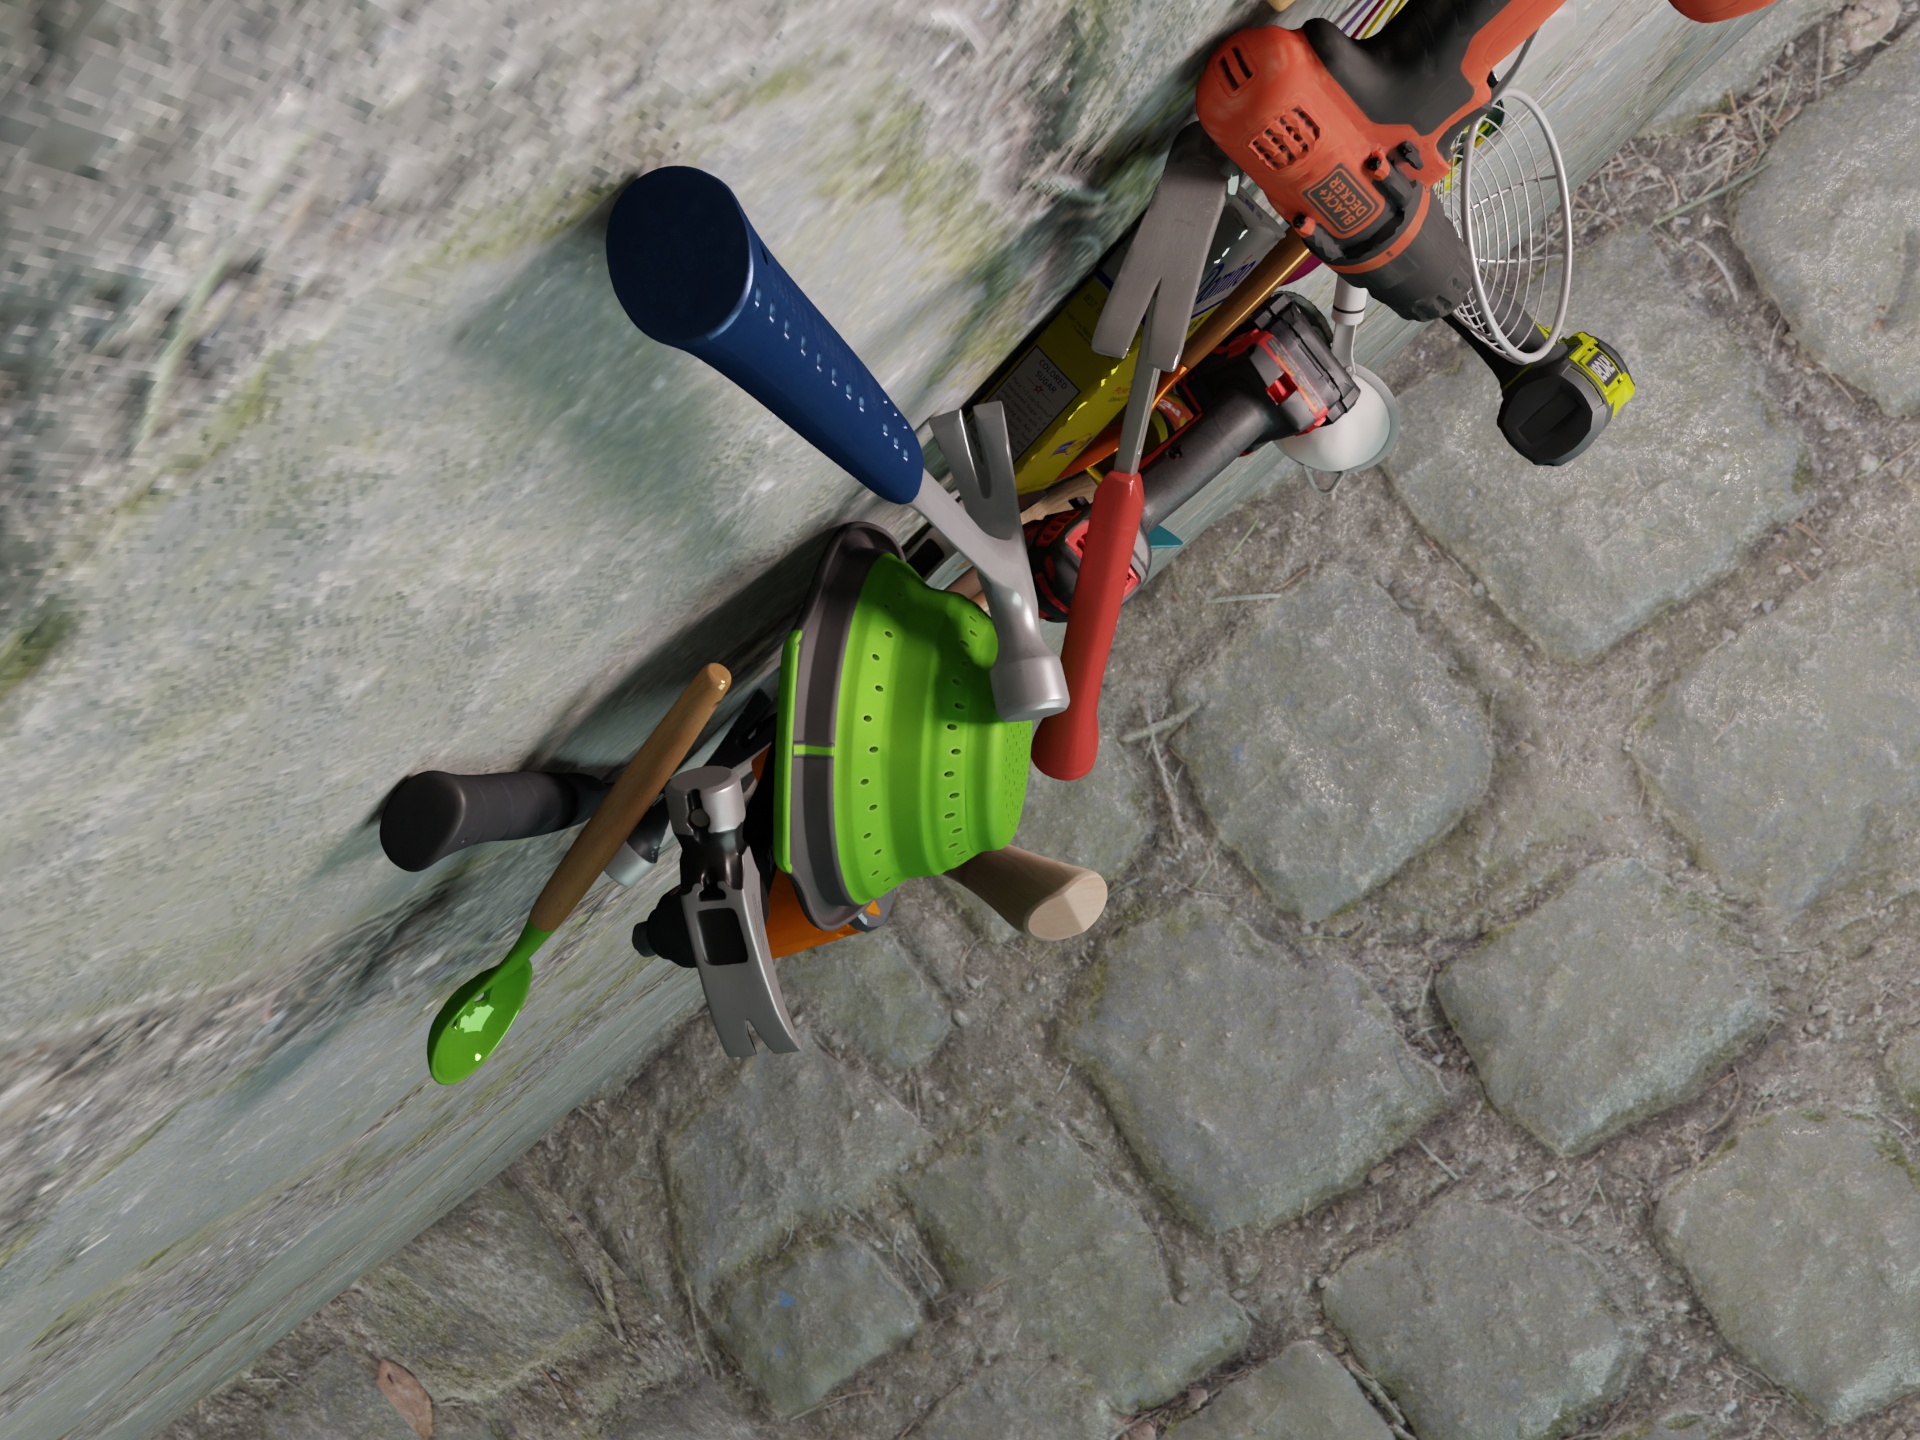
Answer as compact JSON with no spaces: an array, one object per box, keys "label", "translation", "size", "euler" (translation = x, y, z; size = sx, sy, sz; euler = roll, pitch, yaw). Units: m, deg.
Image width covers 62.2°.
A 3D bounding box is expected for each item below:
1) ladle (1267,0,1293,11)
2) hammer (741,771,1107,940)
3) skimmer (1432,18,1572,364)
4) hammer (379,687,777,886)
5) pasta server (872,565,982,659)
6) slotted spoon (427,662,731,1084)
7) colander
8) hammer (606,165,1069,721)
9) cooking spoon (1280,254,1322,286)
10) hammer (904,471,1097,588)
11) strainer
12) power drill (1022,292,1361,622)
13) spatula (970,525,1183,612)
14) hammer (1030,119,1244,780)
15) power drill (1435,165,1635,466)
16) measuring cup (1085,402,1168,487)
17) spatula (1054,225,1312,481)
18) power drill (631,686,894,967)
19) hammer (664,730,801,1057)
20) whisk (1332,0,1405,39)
[{"label":"ladle","translation":[0.216,-0.349,0.496],"size":[0.315,0.031,0.069],"euler":[-41,163,25]},{"label":"hammer","translation":[-0.035,0.069,1.064],"size":[0.146,0.038,0.411],"euler":[-40,-153,-23]},{"label":"skimmer","translation":[0.280,-0.301,0.654],"size":[0.127,0.090,0.363],"euler":[-60,171,-28]},{"label":"hammer","translation":[-0.180,0.038,0.795],"size":[0.149,0.036,0.409],"euler":[-43,176,3]},{"label":"pasta server","translation":[-0.011,-0.091,1.105],"size":[0.060,0.040,0.316],"euler":[-45,179,37]},{"label":"slotted spoon","translation":[-0.185,0.078,0.751],"size":[0.313,0.031,0.070],"euler":[-49,173,34]},{"label":"colander","translation":[-0.001,-0.003,0.870],"size":[0.397,0.094,0.204],"euler":[-31,125,-78]},{"label":"hammer","translation":[-0.021,-0.090,0.548],"size":[0.035,0.144,0.405],"euler":[-13,172,11]},{"label":"cooking spoon","translation":[0.186,-0.277,1.013],"size":[0.068,0.017,0.319],"euler":[-43,176,39]},{"label":"hammer","translation":[0.042,-0.136,1.071],"size":[0.130,0.031,0.331],"euler":[-43,176,28]},{"label":"strainer","translation":[0.230,-0.238,0.957],"size":[0.050,0.087,0.258],"euler":[-57,155,-46]},{"label":"power drill","translation":[0.113,-0.141,0.924],"size":[0.220,0.078,0.143],"euler":[-44,-168,-11]},{"label":"spatula","translation":[0.020,-0.080,1.212],"size":[0.317,0.044,0.082],"euler":[-34,-143,-9]},{"label":"hammer","translation":[0.068,-0.080,0.729],"size":[0.358,0.037,0.149],"euler":[98,11,-52]},{"label":"power drill","translation":[0.327,-0.266,0.998],"size":[0.080,0.223,0.171],"euler":[-44,175,36]},{"label":"measuring cup","translation":[0.100,-0.136,1.037],"size":[0.029,0.062,0.156],"euler":[-46,147,-55]},{"label":"spatula","translation":[0.124,-0.210,0.821],"size":[0.322,0.041,0.081],"euler":[-42,-169,33]},{"label":"power drill","translation":[-0.104,0.068,0.984],"size":[0.164,0.084,0.227],"euler":[-18,-156,22]},{"label":"hammer","translation":[-0.092,0.038,0.832],"size":[0.035,0.146,0.335],"euler":[-6,-160,5]},{"label":"whisk","translation":[0.184,-0.298,0.630],"size":[0.047,0.051,0.245],"euler":[-33,169,-31]}]
